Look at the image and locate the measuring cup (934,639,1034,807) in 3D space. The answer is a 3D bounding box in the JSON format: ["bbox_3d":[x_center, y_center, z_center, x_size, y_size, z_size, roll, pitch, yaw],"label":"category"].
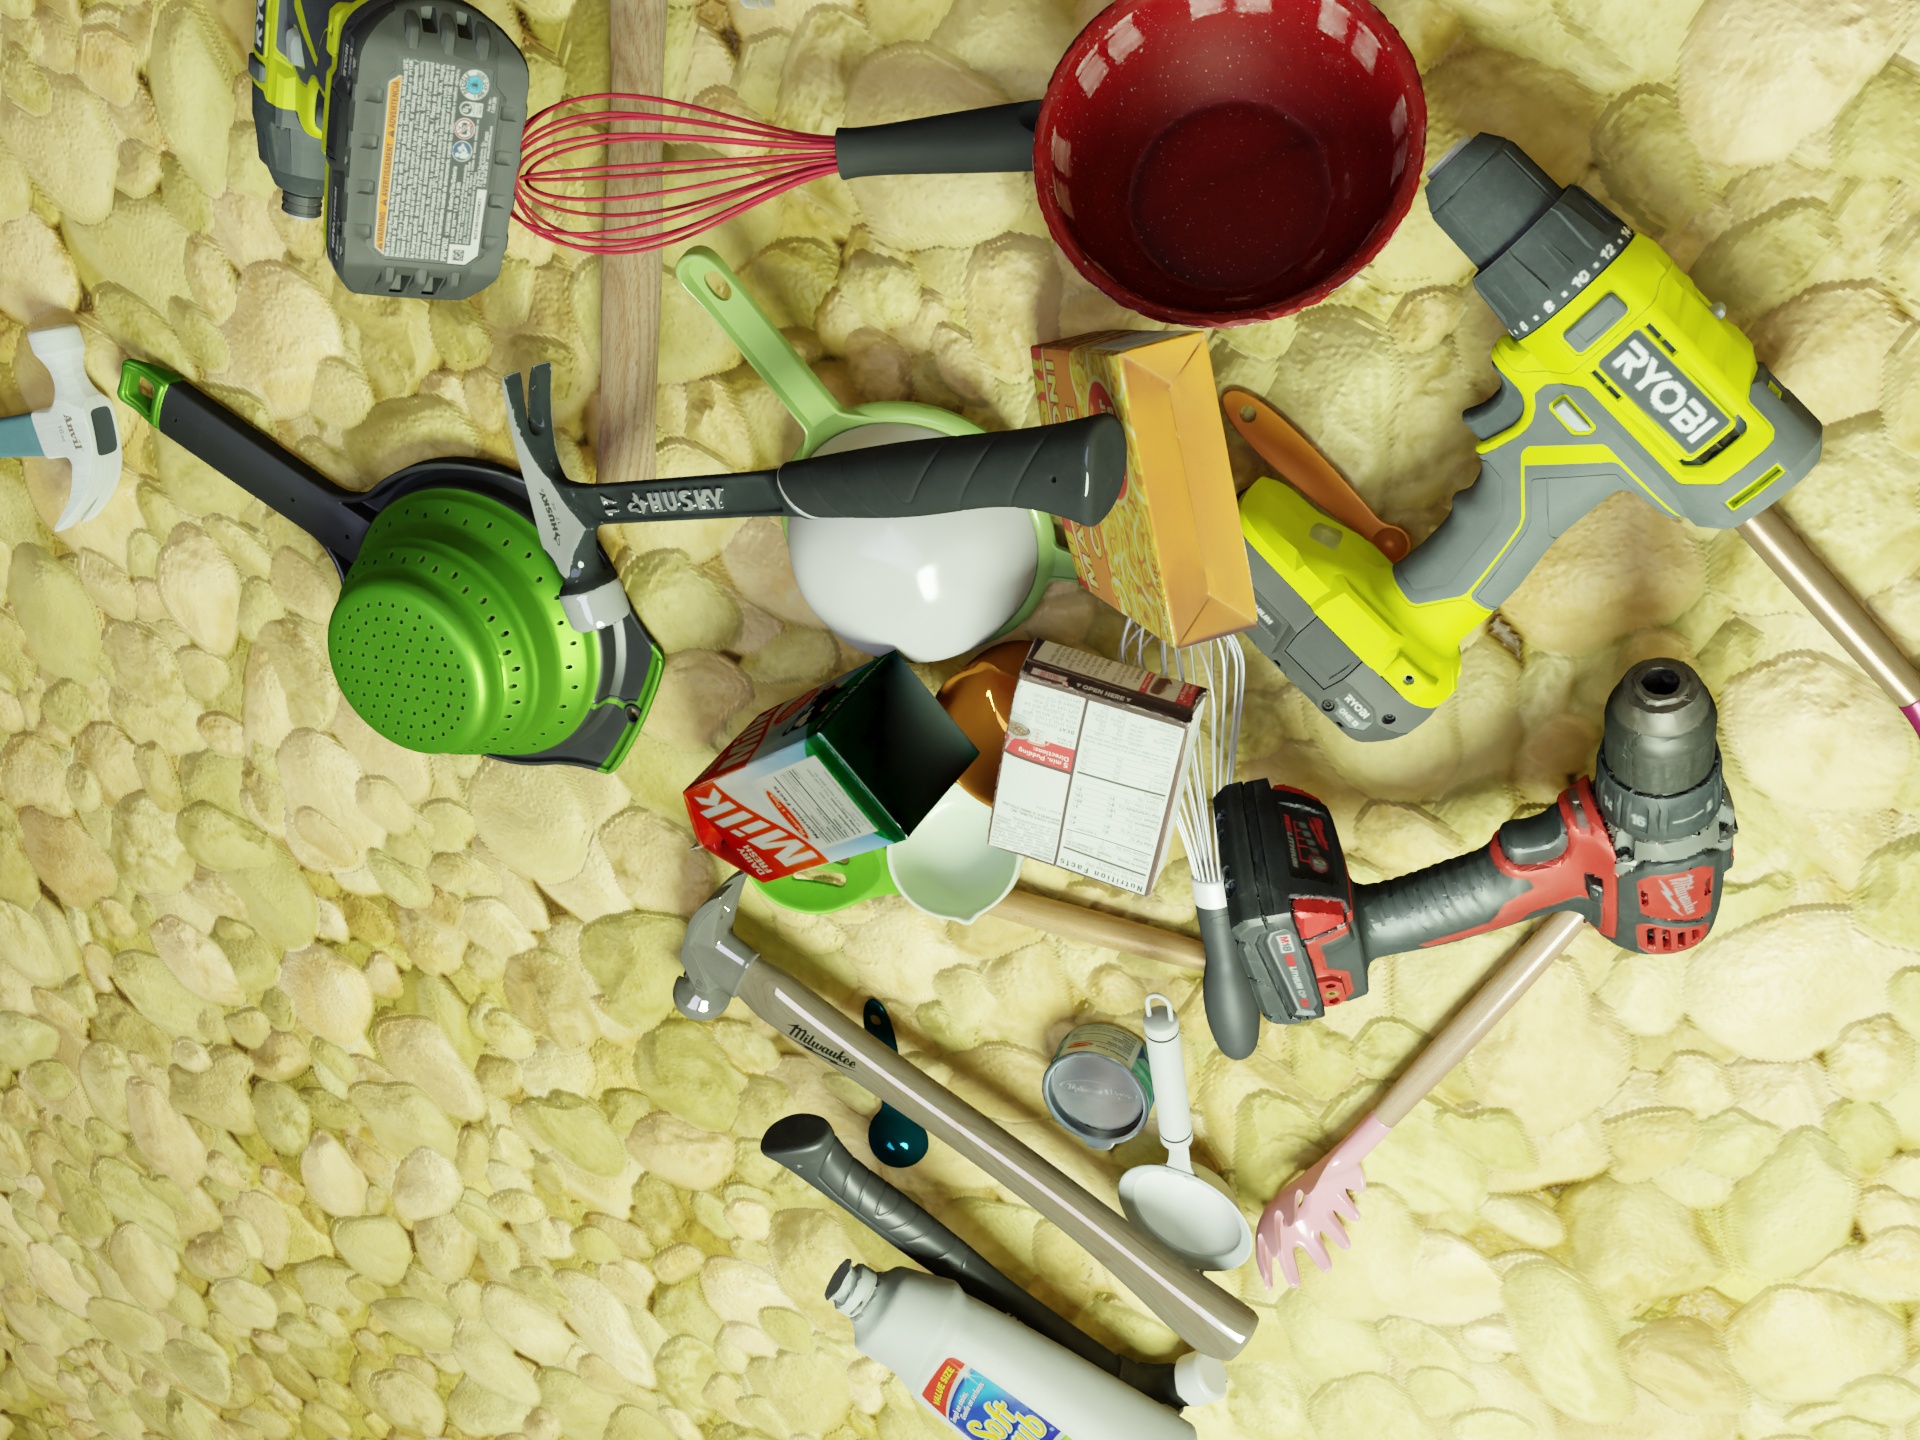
[{"bbox_3d":[-0.001,-0.003,0.873,0.174,0.052,0.095,6,121,33],"label":"measuring cup"}]

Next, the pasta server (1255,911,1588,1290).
[{"bbox_3d":[0.253,0.208,0.875,0.316,0.060,0.040,-59,40,30],"label":"pasta server"}]

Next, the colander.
[{"bbox_3d":[-0.372,-0.092,0.955,0.397,0.094,0.204,34,123,4],"label":"colander"}]

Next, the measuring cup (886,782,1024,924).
[{"bbox_3d":[0.042,0.063,0.895,0.167,0.038,0.083,-13,85,9],"label":"measuring cup"}]

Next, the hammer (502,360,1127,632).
[{"bbox_3d":[-0.089,-0.114,0.758,0.409,0.036,0.149,3,118,43],"label":"hammer"}]

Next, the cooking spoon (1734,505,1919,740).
[{"bbox_3d":[0.406,-0.030,0.705,0.319,0.017,0.068,46,120,-4],"label":"cooking spoon"}]

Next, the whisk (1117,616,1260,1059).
[{"bbox_3d":[0.127,0.059,0.834,0.070,0.070,0.284,-2,114,23],"label":"whisk"}]

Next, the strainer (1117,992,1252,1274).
[{"bbox_3d":[0.127,0.241,0.914,0.087,0.050,0.258,12,135,27],"label":"strainer"}]

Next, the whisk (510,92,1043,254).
[{"bbox_3d":[-0.075,-0.262,0.744,0.296,0.073,0.073,-3,114,7],"label":"whisk"}]

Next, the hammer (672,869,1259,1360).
[{"bbox_3d":[0.003,0.241,0.956,0.411,0.038,0.146,34,140,8],"label":"hammer"}]

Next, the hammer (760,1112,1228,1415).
[{"bbox_3d":[0.006,0.355,1.010,0.334,0.035,0.146,42,127,-17],"label":"hammer"}]

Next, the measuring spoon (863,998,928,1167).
[{"bbox_3d":[-0.050,0.238,1.025,0.042,0.021,0.128,1,115,23],"label":"measuring spoon"}]

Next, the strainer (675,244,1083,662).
[{"bbox_3d":[-0.062,-0.119,0.794,0.151,0.069,0.256,-24,118,33],"label":"strainer"}]

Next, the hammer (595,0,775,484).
[{"bbox_3d":[-0.166,-0.265,0.821,0.130,0.031,0.331,17,120,15],"label":"hammer"}]

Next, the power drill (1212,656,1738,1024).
[{"bbox_3d":[0.235,0.056,0.728,0.226,0.080,0.187,-12,140,13],"label":"power drill"}]

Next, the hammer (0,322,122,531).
[{"bbox_3d":[-0.700,-0.189,1.082,0.331,0.033,0.128,0,113,23],"label":"hammer"}]

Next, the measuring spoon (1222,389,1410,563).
[{"bbox_3d":[0.171,-0.119,0.766,0.117,0.011,0.021,43,125,2],"label":"measuring spoon"}]

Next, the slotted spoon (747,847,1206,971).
[{"bbox_3d":[0.021,0.108,0.929,0.314,0.031,0.070,13,101,14],"label":"slotted spoon"}]

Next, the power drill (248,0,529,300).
[{"bbox_3d":[-0.294,-0.301,0.779,0.223,0.080,0.171,47,130,40],"label":"power drill"}]

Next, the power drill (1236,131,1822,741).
[{"bbox_3d":[0.216,-0.116,0.692,0.190,0.080,0.228,45,122,-2],"label":"power drill"}]
